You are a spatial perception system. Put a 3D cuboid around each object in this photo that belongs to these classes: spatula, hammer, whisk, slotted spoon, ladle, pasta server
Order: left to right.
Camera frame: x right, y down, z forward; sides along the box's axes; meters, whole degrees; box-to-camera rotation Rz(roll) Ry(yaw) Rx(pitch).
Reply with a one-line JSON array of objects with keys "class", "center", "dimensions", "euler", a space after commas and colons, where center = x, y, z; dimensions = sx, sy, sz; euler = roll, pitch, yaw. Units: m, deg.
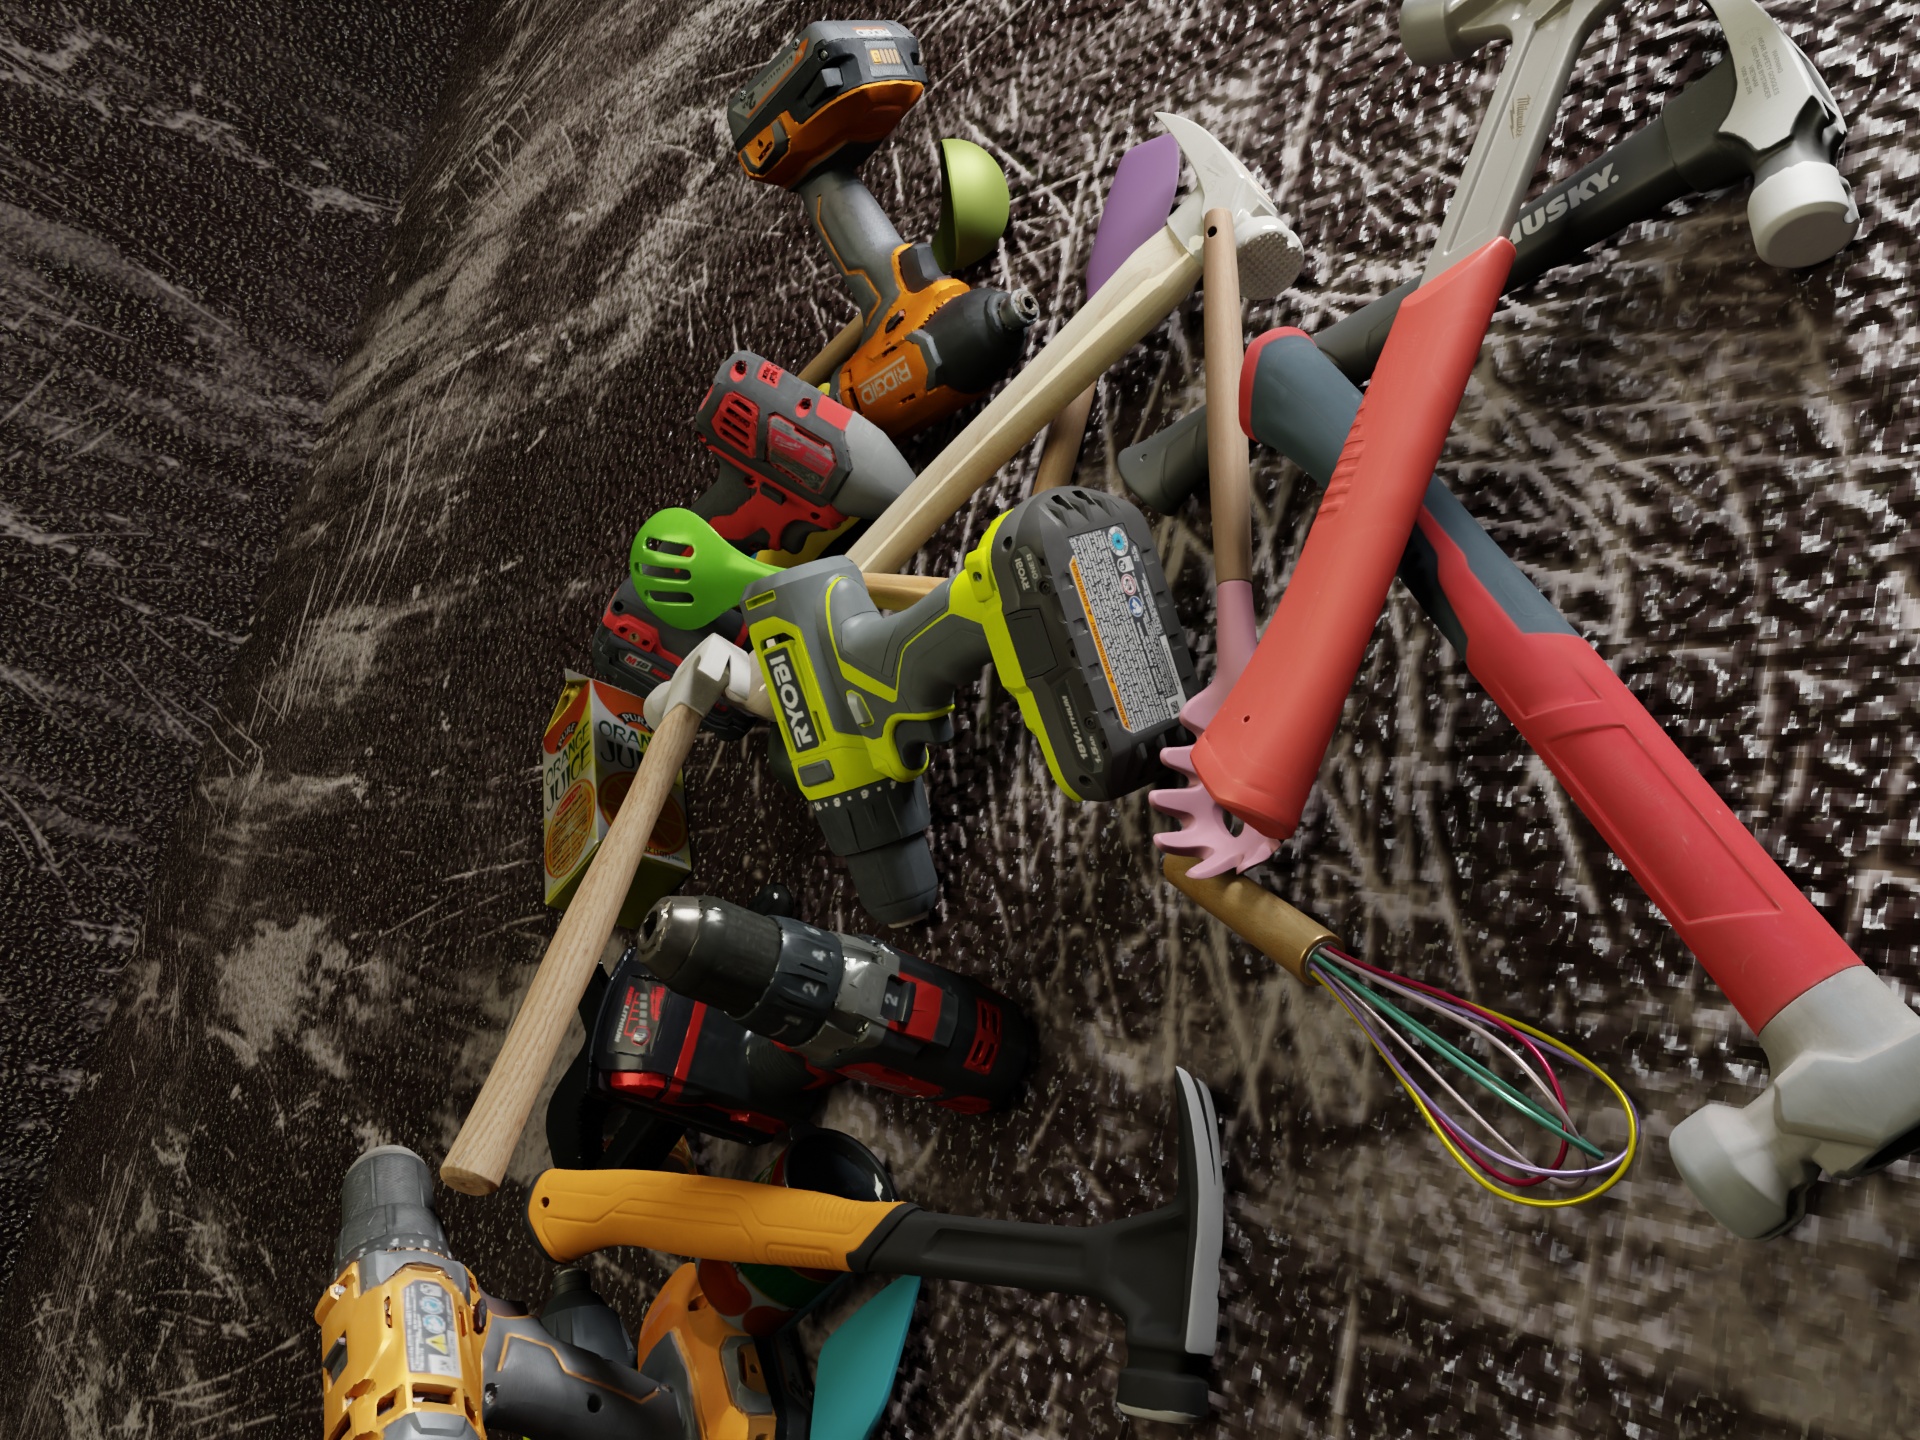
[{"class": "hammer", "center": [-0.186, 0.088, 0.836], "dimensions": [0.130, 0.031, 0.331], "euler": [-37, 27, 51]}, {"class": "hammer", "center": [-0.051, 0.210, 0.678], "dimensions": [0.337, 0.034, 0.127], "euler": [-5, 65, 28]}, {"class": "slotted spoon", "center": [-0.060, -0.073, 0.854], "dimensions": [0.314, 0.031, 0.070], "euler": [7, 104, 28]}, {"class": "ladle", "center": [-0.075, -0.272, 1.079], "dimensions": [0.320, 0.062, 0.078], "euler": [-34, 55, 43]}, {"class": "spatula", "center": [-0.016, 0.385, 0.646], "dimensions": [0.082, 0.044, 0.318], "euler": [-46, 44, 27]}, {"class": "hammer", "center": [0.004, -0.147, 0.872], "dimensions": [0.410, 0.038, 0.146], "euler": [-43, 41, 24]}, {"class": "spatula", "center": [0.066, -0.179, 0.863], "dimensions": [0.060, 0.018, 0.316], "euler": [2, 72, 53]}, {"class": "pasta server", "center": [0.113, -0.085, 0.682], "dimensions": [0.060, 0.040, 0.316], "euler": [-12, 69, 34]}, {"class": "whisk", "center": [0.142, 0.099, 0.577], "dimensions": [0.245, 0.051, 0.047], "euler": [36, 107, 59]}, {"class": "hammer", "center": [0.192, -0.177, 0.674], "dimensions": [0.335, 0.035, 0.146], "euler": [-28, 51, 44]}, {"class": "hammer", "center": [0.174, -0.126, 0.566], "dimensions": [0.149, 0.036, 0.359], "euler": [12, 75, 46]}, {"class": "hammer", "center": [0.204, -0.033, 0.541], "dimensions": [0.143, 0.038, 0.387], "euler": [-48, 44, 25]}]

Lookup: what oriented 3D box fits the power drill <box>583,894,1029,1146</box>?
[{"class": "power drill", "center": [-0.101, 0.142, 0.761], "dimensions": [0.226, 0.187, 0.080], "euler": [-23, 48, 51]}]

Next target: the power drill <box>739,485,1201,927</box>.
[{"class": "power drill", "center": [-0.001, -0.002, 0.762], "dimensions": [0.228, 0.080, 0.190], "euler": [-16, 93, 45]}]

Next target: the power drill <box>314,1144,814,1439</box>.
[{"class": "power drill", "center": [-0.192, 0.292, 0.757], "dimensions": [0.084, 0.226, 0.186], "euler": [-56, 35, 16]}]

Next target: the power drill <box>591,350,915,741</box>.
[{"class": "power drill", "center": [-0.123, -0.102, 0.970], "dimensions": [0.219, 0.143, 0.079], "euler": [-55, 12, 28]}]

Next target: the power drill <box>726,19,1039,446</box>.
[{"class": "power drill", "center": [-0.040, -0.291, 0.945], "dimensions": [0.164, 0.084, 0.226], "euler": [-18, 93, 49]}]

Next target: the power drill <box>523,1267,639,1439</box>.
[{"class": "power drill", "center": [-0.238, 0.419, 0.861], "dimensions": [0.223, 0.080, 0.171], "euler": [-49, 42, 31]}]

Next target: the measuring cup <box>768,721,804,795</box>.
[{"class": "measuring cup", "center": [-0.057, -0.020, 0.919], "dimensions": [0.167, 0.038, 0.083], "euler": [-46, 39, 31]}]
